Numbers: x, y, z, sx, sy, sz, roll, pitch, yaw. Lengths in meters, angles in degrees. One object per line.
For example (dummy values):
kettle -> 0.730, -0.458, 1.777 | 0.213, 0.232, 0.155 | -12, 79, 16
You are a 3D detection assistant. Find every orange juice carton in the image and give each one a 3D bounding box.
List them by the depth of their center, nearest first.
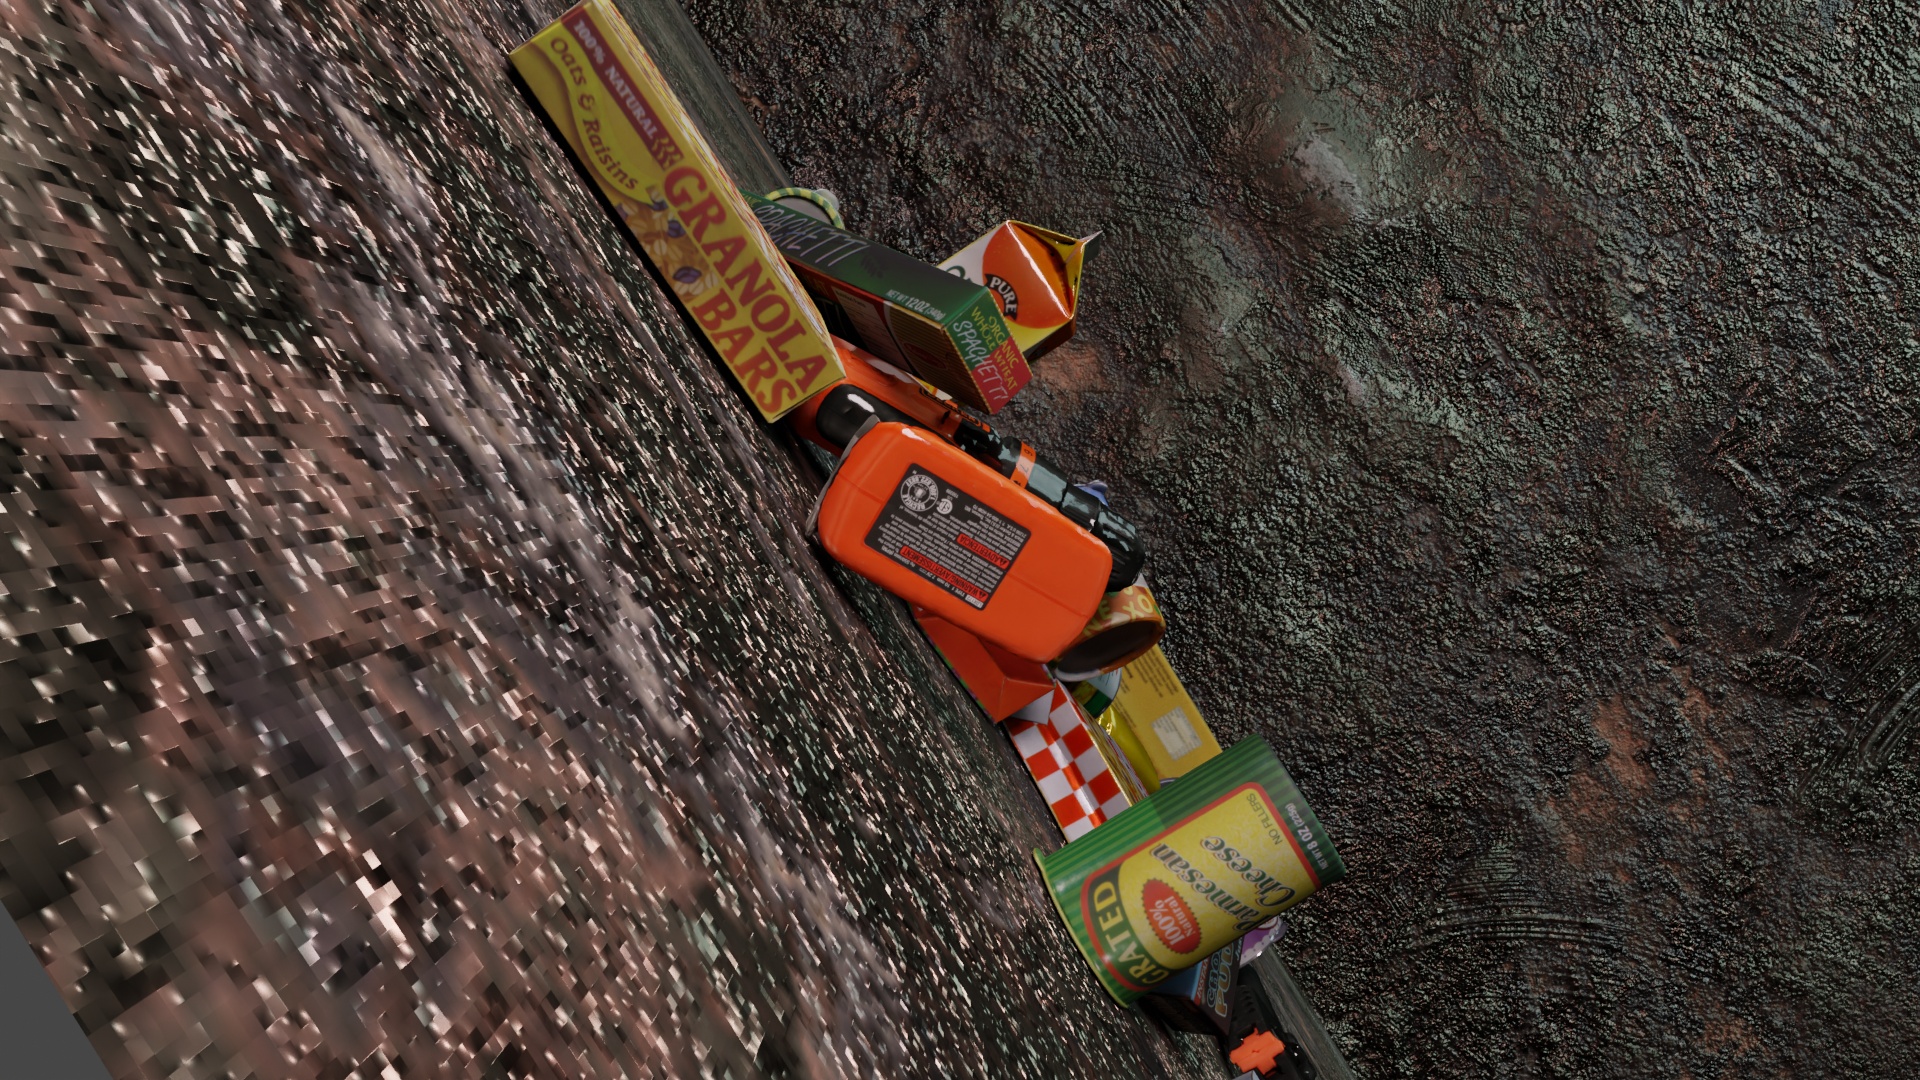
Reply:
orange juice carton -> 0.005, -0.128, 0.845 | 0.073, 0.192, 0.072 | 57, 4, 4

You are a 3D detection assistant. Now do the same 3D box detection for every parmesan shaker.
parmesan shaker -> 0.091, 0.128, 0.554 | 0.071, 0.103, 0.071 | 58, 4, -5

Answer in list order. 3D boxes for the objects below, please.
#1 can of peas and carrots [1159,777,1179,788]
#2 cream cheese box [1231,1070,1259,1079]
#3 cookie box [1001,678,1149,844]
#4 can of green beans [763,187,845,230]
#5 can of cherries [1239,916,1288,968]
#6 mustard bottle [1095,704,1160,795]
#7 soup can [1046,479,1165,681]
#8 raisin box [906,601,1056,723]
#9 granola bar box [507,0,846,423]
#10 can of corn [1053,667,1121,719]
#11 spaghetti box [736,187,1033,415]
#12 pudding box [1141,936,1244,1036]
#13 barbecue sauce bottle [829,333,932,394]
can of peas and carrots -> 0.153, 0.213, 0.982 | 0.058, 0.071, 0.071 | 57, 3, -26
cream cheese box -> 0.122, 0.251, 0.560 | 0.053, 0.024, 0.103 | 60, 4, 15
cookie box -> 0.086, 0.156, 0.757 | 0.123, 0.040, 0.167 | 60, 5, 27
can of green beans -> -0.111, -0.204, 0.934 | 0.071, 0.071, 0.058 | 57, 4, -14
can of cherries -> 0.171, 0.243, 0.916 | 0.058, 0.071, 0.071 | 58, 3, 0
mustard bottle -> 0.086, 0.131, 0.901 | 0.065, 0.049, 0.159 | 60, 5, 35
soup can -> 0.063, 0.021, 0.729 | 0.084, 0.071, 0.071 | 67, 7, 26
raisin box -> -0.004, 0.021, 0.701 | 0.086, 0.040, 0.124 | 54, 4, -36
granola bar box -> -0.113, -0.138, 0.567 | 0.165, 0.039, 0.124 | 56, 3, -24
can of corn -> 0.050, 0.070, 0.788 | 0.071, 0.071, 0.058 | 60, 9, 27
spaghetti box -> -0.056, -0.121, 0.657 | 0.250, 0.029, 0.050 | 33, -20, 49
pudding box -> 0.107, 0.174, 0.629 | 0.049, 0.030, 0.084 | 53, 45, -41
barbecue sauce bottle -> -0.045, -0.070, 0.771 | 0.148, 0.065, 0.043 | 49, -31, -13
